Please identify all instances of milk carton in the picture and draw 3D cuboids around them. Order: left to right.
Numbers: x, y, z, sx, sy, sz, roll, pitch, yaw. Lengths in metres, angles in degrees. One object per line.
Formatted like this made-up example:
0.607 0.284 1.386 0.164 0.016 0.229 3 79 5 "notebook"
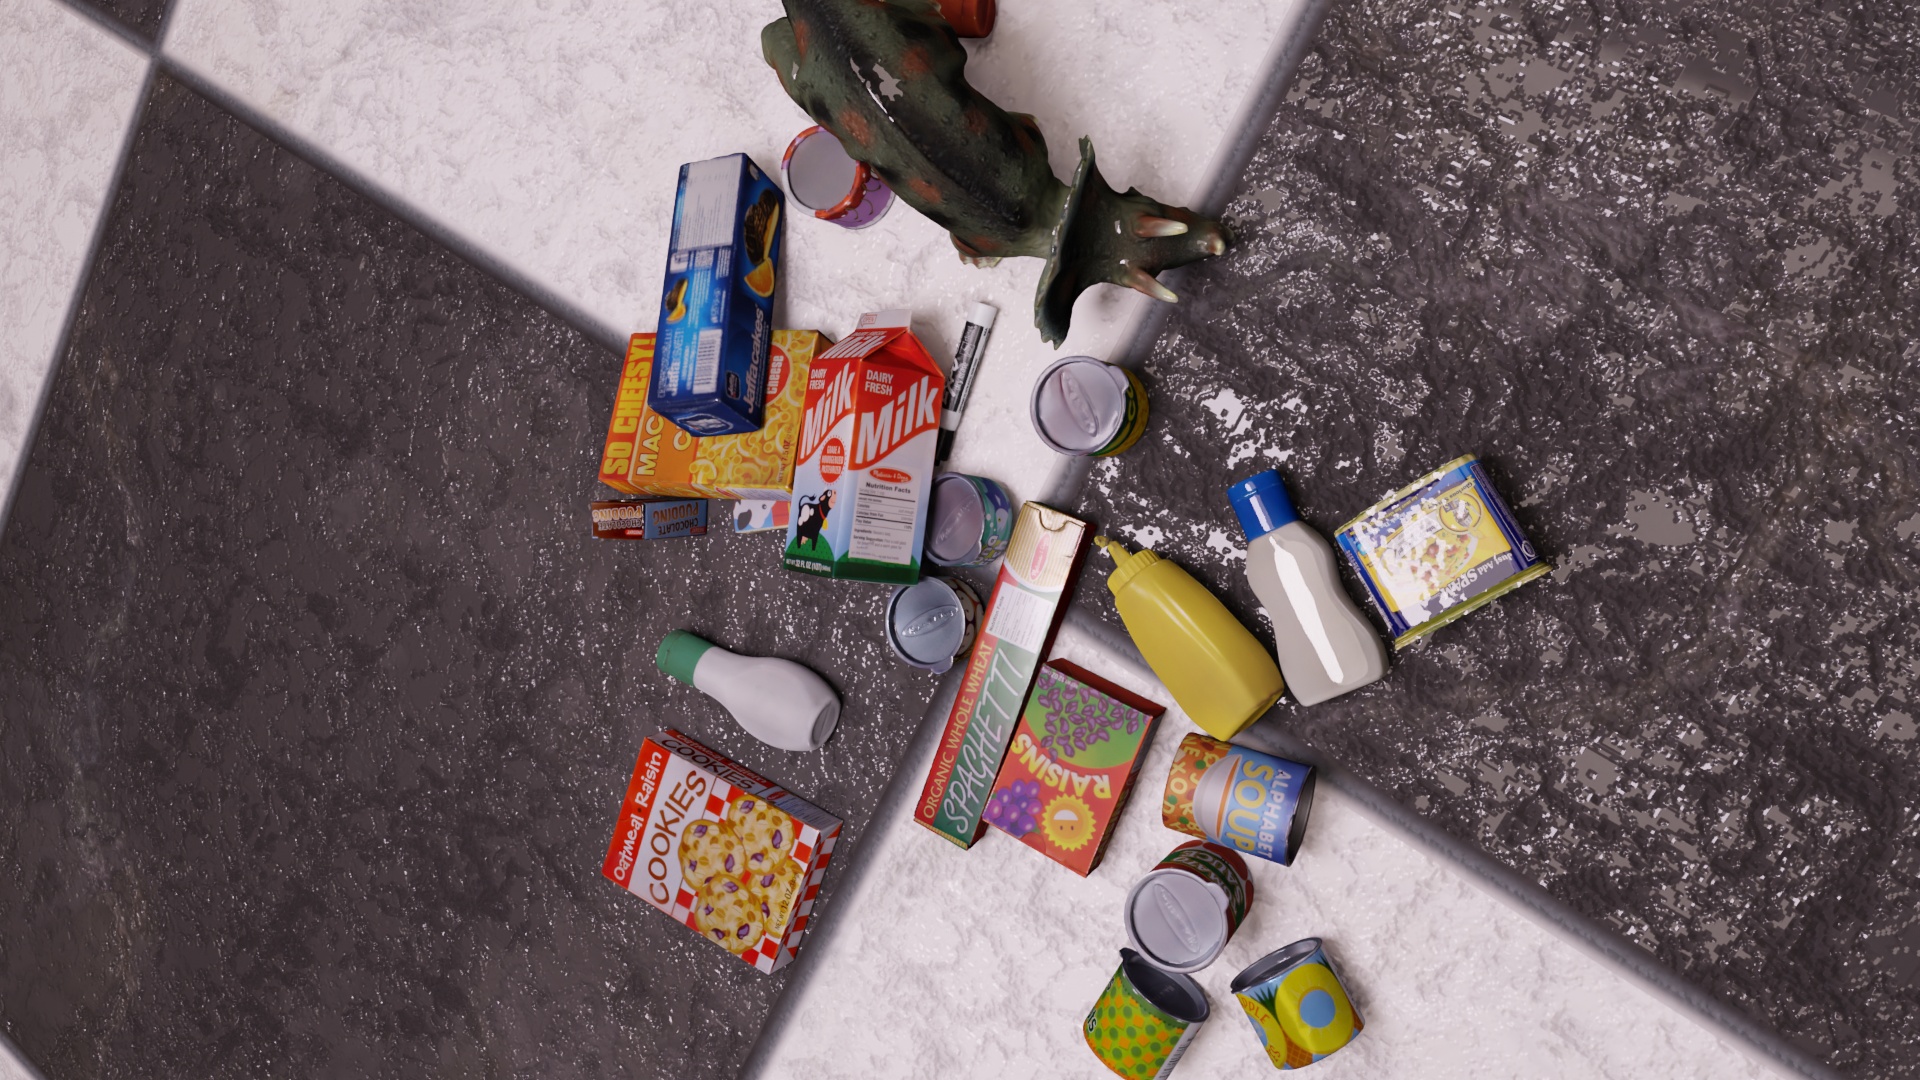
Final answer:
-0.065 -0.067 0.975 0.072 0.073 0.190 8 90 54 "milk carton"

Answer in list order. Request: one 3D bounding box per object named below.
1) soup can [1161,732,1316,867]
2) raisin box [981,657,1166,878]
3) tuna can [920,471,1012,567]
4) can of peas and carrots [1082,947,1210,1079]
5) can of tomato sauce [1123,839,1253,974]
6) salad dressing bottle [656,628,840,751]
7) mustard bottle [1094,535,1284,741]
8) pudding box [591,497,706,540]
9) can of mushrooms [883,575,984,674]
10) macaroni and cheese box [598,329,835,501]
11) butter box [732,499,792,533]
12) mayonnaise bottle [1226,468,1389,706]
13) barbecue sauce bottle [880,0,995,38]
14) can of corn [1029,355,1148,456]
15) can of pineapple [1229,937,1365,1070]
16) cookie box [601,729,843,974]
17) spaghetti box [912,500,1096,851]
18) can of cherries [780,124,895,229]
0.179 0.166 0.894 0.084 0.071 0.071 13 97 23 "soup can"
0.078 0.155 0.956 0.086 0.040 0.123 25 102 20 "raisin box"
0.003 -0.012 0.975 0.071 0.033 0.071 -4 83 41 "tuna can"
0.121 0.318 0.927 0.071 0.071 0.058 33 105 19 "can of peas and carrots"
0.151 0.234 0.902 0.071 0.083 0.071 1 92 23 "can of tomato sauce"
-0.163 0.110 1.058 0.148 0.044 0.064 22 102 22 "salad dressing bottle"
0.143 0.053 0.914 0.160 0.049 0.065 53 139 20 "mustard bottle"
-0.237 -0.017 1.063 0.049 0.084 0.030 2 94 23 "pudding box"
-0.018 0.060 0.995 0.071 0.033 0.071 0 90 27 "can of mushrooms"
-0.181 -0.094 1.043 0.166 0.040 0.124 3 75 24 "macaroni and cheese box"
-0.123 -0.036 1.045 0.103 0.024 0.053 -7 89 24 "butter box"
0.217 0.028 0.891 0.064 0.041 0.148 -27 80 26 "mayonnaise bottle"
-0.049 -0.379 0.991 0.148 0.044 0.064 10 95 23 "barbecue sauce bottle"
0.089 -0.090 0.932 0.071 0.058 0.071 1 92 24 "can of corn"
0.213 0.296 0.885 0.071 0.071 0.058 -32 80 21 "can of pineapple"
-0.187 0.237 1.073 0.167 0.040 0.122 24 101 21 "cookie box"
0.030 0.095 0.980 0.050 0.029 0.249 23 100 21 "spaghetti box"
-0.086 -0.264 1.003 0.071 0.058 0.071 1 93 24 "can of cherries"
